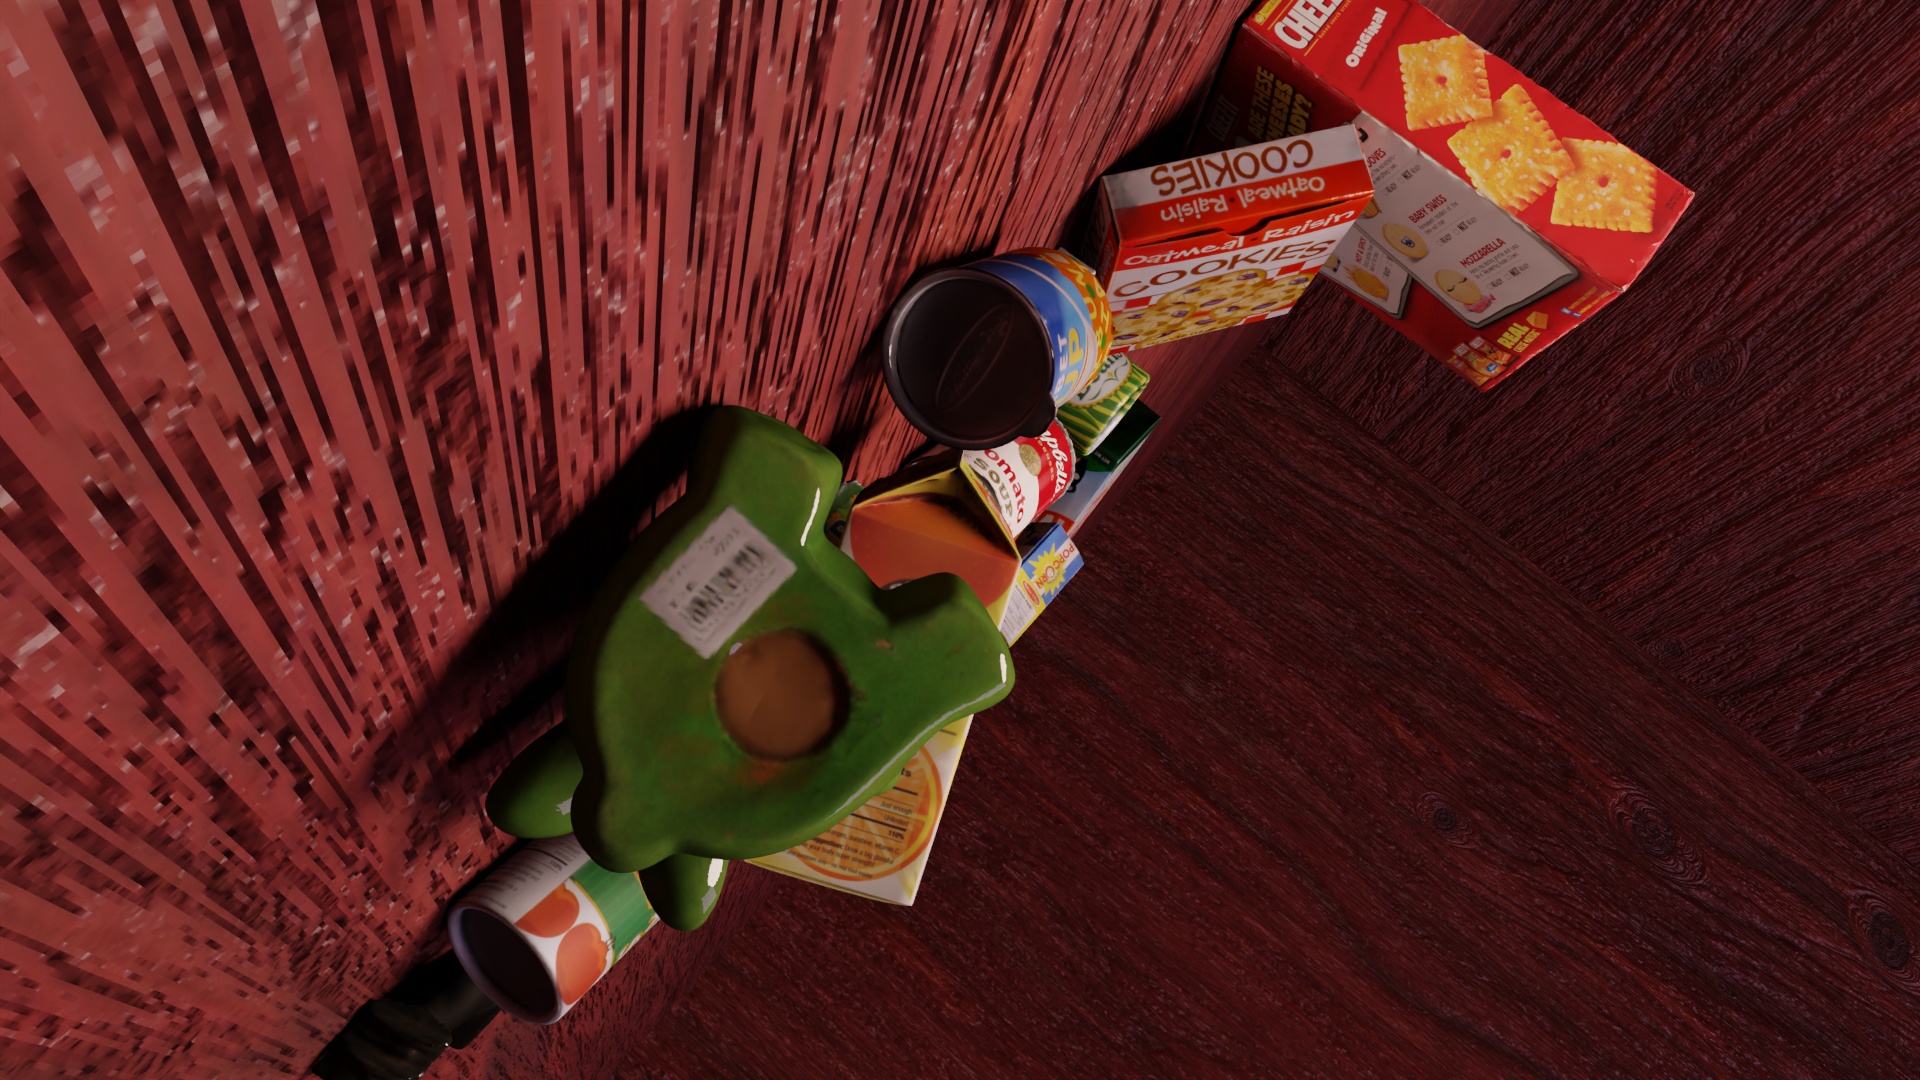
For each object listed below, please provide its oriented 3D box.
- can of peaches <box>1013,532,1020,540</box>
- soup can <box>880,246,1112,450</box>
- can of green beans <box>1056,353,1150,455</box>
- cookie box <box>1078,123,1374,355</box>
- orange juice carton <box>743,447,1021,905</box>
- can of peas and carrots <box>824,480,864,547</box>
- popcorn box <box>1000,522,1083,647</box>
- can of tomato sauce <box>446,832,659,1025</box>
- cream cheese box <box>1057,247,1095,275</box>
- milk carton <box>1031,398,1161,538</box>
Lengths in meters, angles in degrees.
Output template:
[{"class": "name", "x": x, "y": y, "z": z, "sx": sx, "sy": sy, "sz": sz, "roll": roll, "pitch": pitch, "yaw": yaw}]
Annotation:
[{"class": "can of peaches", "x": 0.003, "y": -0.011, "z": 0.857, "sx": 0.071, "sy": 0.058, "sz": 0.071, "roll": -48, "pitch": 173, "yaw": -7}, {"class": "soup can", "x": 0.019, "y": -0.074, "z": 0.531, "sx": 0.071, "sy": 0.071, "sz": 0.084, "roll": -53, "pitch": 173, "yaw": 27}, {"class": "can of green beans", "x": 0.077, "y": -0.095, "z": 0.870, "sx": 0.071, "sy": 0.058, "sz": 0.071, "roll": -49, "pitch": 173, "yaw": -7}, {"class": "cookie box", "x": 0.125, "y": -0.146, "z": 0.711, "sx": 0.123, "sy": 0.040, "sz": 0.167, "roll": -13, "pitch": 170, "yaw": -3}, {"class": "orange juice carton", "x": -0.026, "y": 0.043, "z": 0.579, "sx": 0.072, "sy": 0.073, "sz": 0.192, "roll": -95, "pitch": -158, "yaw": -83}, {"class": "can of peas and carrots", "x": -0.047, "y": 0.014, "z": 0.649, "sx": 0.071, "sy": 0.059, "sz": 0.071, "roll": -49, "pitch": 174, "yaw": -7}, {"class": "popcorn box", "x": 0.010, "y": 0.027, "z": 0.931, "sx": 0.126, "sy": 0.038, "sz": 0.085, "roll": 2, "pitch": -139, "yaw": 52}, {"class": "can of tomato sauce", "x": -0.169, "y": 0.160, "z": 0.608, "sx": 0.083, "sy": 0.071, "sz": 0.070, "roll": -42, "pitch": 170, "yaw": -48}, {"class": "cream cheese box", "x": 0.037, "y": -0.103, "z": 0.704, "sx": 0.053, "sy": 0.024, "sz": 0.103, "roll": -48, "pitch": 173, "yaw": -13}, {"class": "milk carton", "x": 0.070, "y": -0.042, "z": 1.080, "sx": 0.074, "sy": 0.072, "sz": 0.189, "roll": -44, "pitch": 170, "yaw": -42}]
